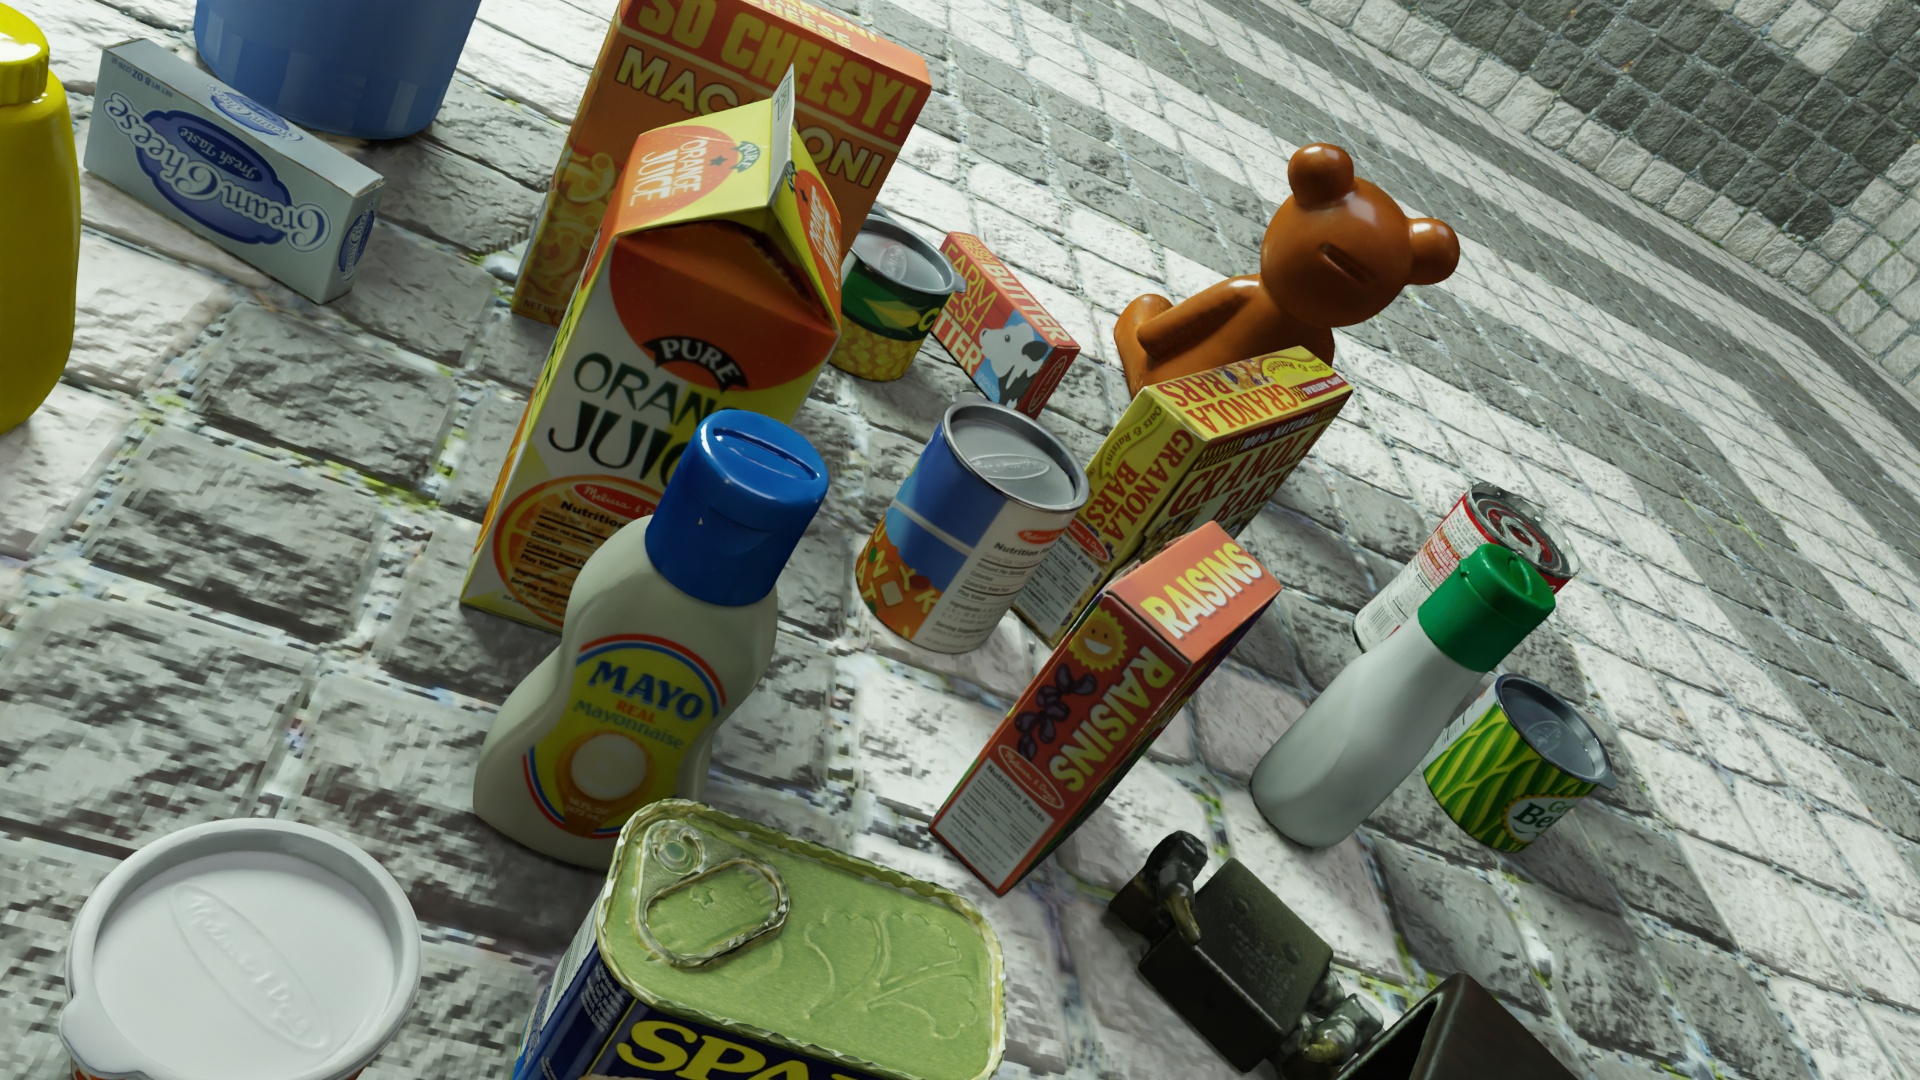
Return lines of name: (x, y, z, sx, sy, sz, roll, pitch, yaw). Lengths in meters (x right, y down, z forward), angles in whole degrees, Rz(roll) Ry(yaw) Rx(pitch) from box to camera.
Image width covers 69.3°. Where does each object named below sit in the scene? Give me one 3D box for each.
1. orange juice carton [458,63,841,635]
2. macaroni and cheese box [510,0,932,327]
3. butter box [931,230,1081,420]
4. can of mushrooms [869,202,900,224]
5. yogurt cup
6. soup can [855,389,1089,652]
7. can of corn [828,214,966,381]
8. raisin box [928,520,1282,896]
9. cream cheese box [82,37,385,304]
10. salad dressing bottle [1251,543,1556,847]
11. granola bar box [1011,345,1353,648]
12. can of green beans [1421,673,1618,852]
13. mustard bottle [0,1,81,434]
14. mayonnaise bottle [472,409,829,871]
orange juice carton: (-0.093, -0.056, 0.448, 0.073, 0.191, 0.072, 21, 34, -20)
macaroni and cheese box: (-0.105, -0.153, 0.591, 0.124, 0.165, 0.040, 17, 35, -25)
butter box: (0.017, -0.118, 0.759, 0.024, 0.053, 0.104, -6, 49, -46)
can of mushrooms: (-0.058, -0.161, 0.769, 0.071, 0.033, 0.071, 23, 33, -16)
yogurt cup: (-0.160, 0.104, 0.305, 0.072, 0.053, 0.073, 23, 33, -16)
soup can: (0.002, -0.007, 0.568, 0.071, 0.083, 0.072, 23, 33, -16)
can of corn: (-0.041, -0.122, 0.709, 0.071, 0.058, 0.071, 23, 33, -16)
raisin box: (0.051, 0.058, 0.487, 0.040, 0.122, 0.086, 43, 33, 15)
cream cheese box: (-0.276, -0.140, 0.529, 0.104, 0.053, 0.024, 30, 32, -5)
salad dressing bottle: (0.178, 0.065, 0.568, 0.044, 0.147, 0.064, 32, 32, -3)
granola bar box: (0.104, -0.024, 0.643, 0.039, 0.123, 0.166, 45, 34, 18)
can of green beans: (0.268, 0.108, 0.673, 0.071, 0.057, 0.071, 23, 33, -16)
mustard bottle: (-0.272, -0.095, 0.372, 0.049, 0.159, 0.065, 37, 32, 6)
mayonnaise bottle: (-0.083, 0.031, 0.382, 0.065, 0.147, 0.041, 24, 33, -15)
